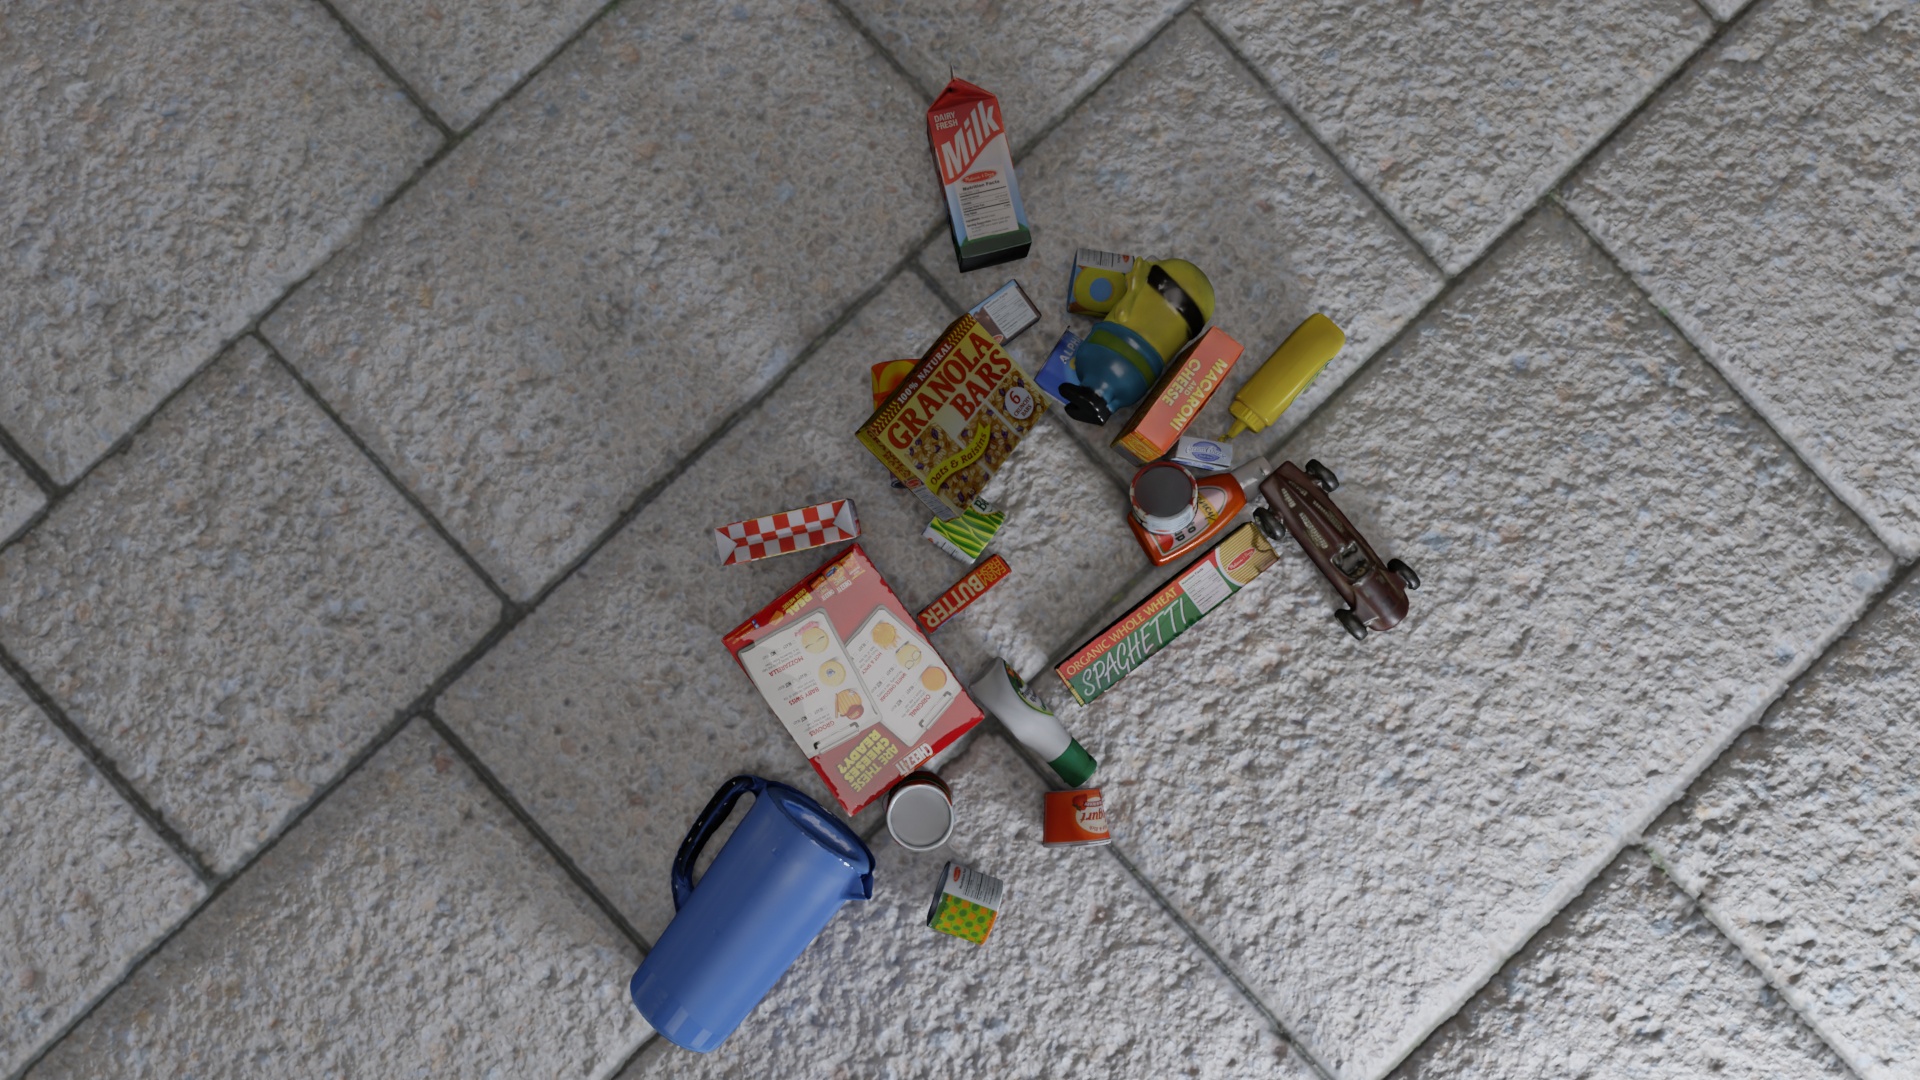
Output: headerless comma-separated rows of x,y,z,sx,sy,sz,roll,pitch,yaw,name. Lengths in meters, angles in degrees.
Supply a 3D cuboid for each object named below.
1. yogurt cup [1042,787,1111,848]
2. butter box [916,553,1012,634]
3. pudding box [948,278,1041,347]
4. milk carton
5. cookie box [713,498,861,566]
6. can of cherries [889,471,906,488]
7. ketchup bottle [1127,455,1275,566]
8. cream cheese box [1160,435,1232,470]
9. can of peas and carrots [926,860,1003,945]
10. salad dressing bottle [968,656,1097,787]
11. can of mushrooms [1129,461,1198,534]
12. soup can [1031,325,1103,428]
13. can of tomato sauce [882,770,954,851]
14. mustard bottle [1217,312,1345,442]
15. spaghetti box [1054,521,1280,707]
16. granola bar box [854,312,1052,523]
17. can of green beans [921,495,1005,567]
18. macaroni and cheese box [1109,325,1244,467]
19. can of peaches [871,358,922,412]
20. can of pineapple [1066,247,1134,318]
0.112,0.273,1.367,0.072,0.072,0.054,-4,80,-2,yogurt cup
0.003,0.052,1.377,0.103,0.053,0.024,-38,91,-2,butter box
0.034,-0.220,1.401,0.084,0.030,0.049,-37,90,-2,pudding box
0.013,-0.373,1.386,0.073,0.072,0.190,-14,89,-2,milk carton
-0.160,-0.010,1.319,0.123,0.167,0.040,-13,92,-2,cookie box
-0.041,-0.085,1.375,0.071,0.071,0.058,-7,83,-2,can of cherries
0.245,-0.035,1.392,0.149,0.043,0.065,-29,82,-3,ketchup bottle
0.231,-0.085,1.364,0.053,0.104,0.024,11,92,0,cream cheese box
0.004,0.357,1.360,0.059,0.071,0.071,20,88,-1,can of peas and carrots
0.073,0.181,1.373,0.044,0.064,0.147,-43,98,9,salad dressing bottle
0.198,-0.044,1.360,0.071,0.033,0.071,-4,66,9,can of mushrooms
0.123,-0.163,1.381,0.084,0.071,0.071,33,88,-1,soup can
-0.041,0.263,1.353,0.071,0.083,0.071,0,88,-2,can of tomato sauce
0.316,-0.155,1.392,0.049,0.065,0.160,42,93,6,mustard bottle
0.206,0.073,1.394,0.250,0.028,0.050,-37,89,-3,spaghetti box
-0.005,-0.118,1.336,0.124,0.039,0.166,45,64,-14,granola bar box
0.004,-0.015,1.374,0.058,0.071,0.071,36,88,-1,can of green beans
0.206,-0.134,1.333,0.040,0.166,0.124,37,88,-1,macaroni and cheese box
-0.054,-0.147,1.375,0.071,0.071,0.058,-4,87,-2,can of peaches
0.139,-0.254,1.388,0.058,0.071,0.071,9,88,-1,can of pineapple
